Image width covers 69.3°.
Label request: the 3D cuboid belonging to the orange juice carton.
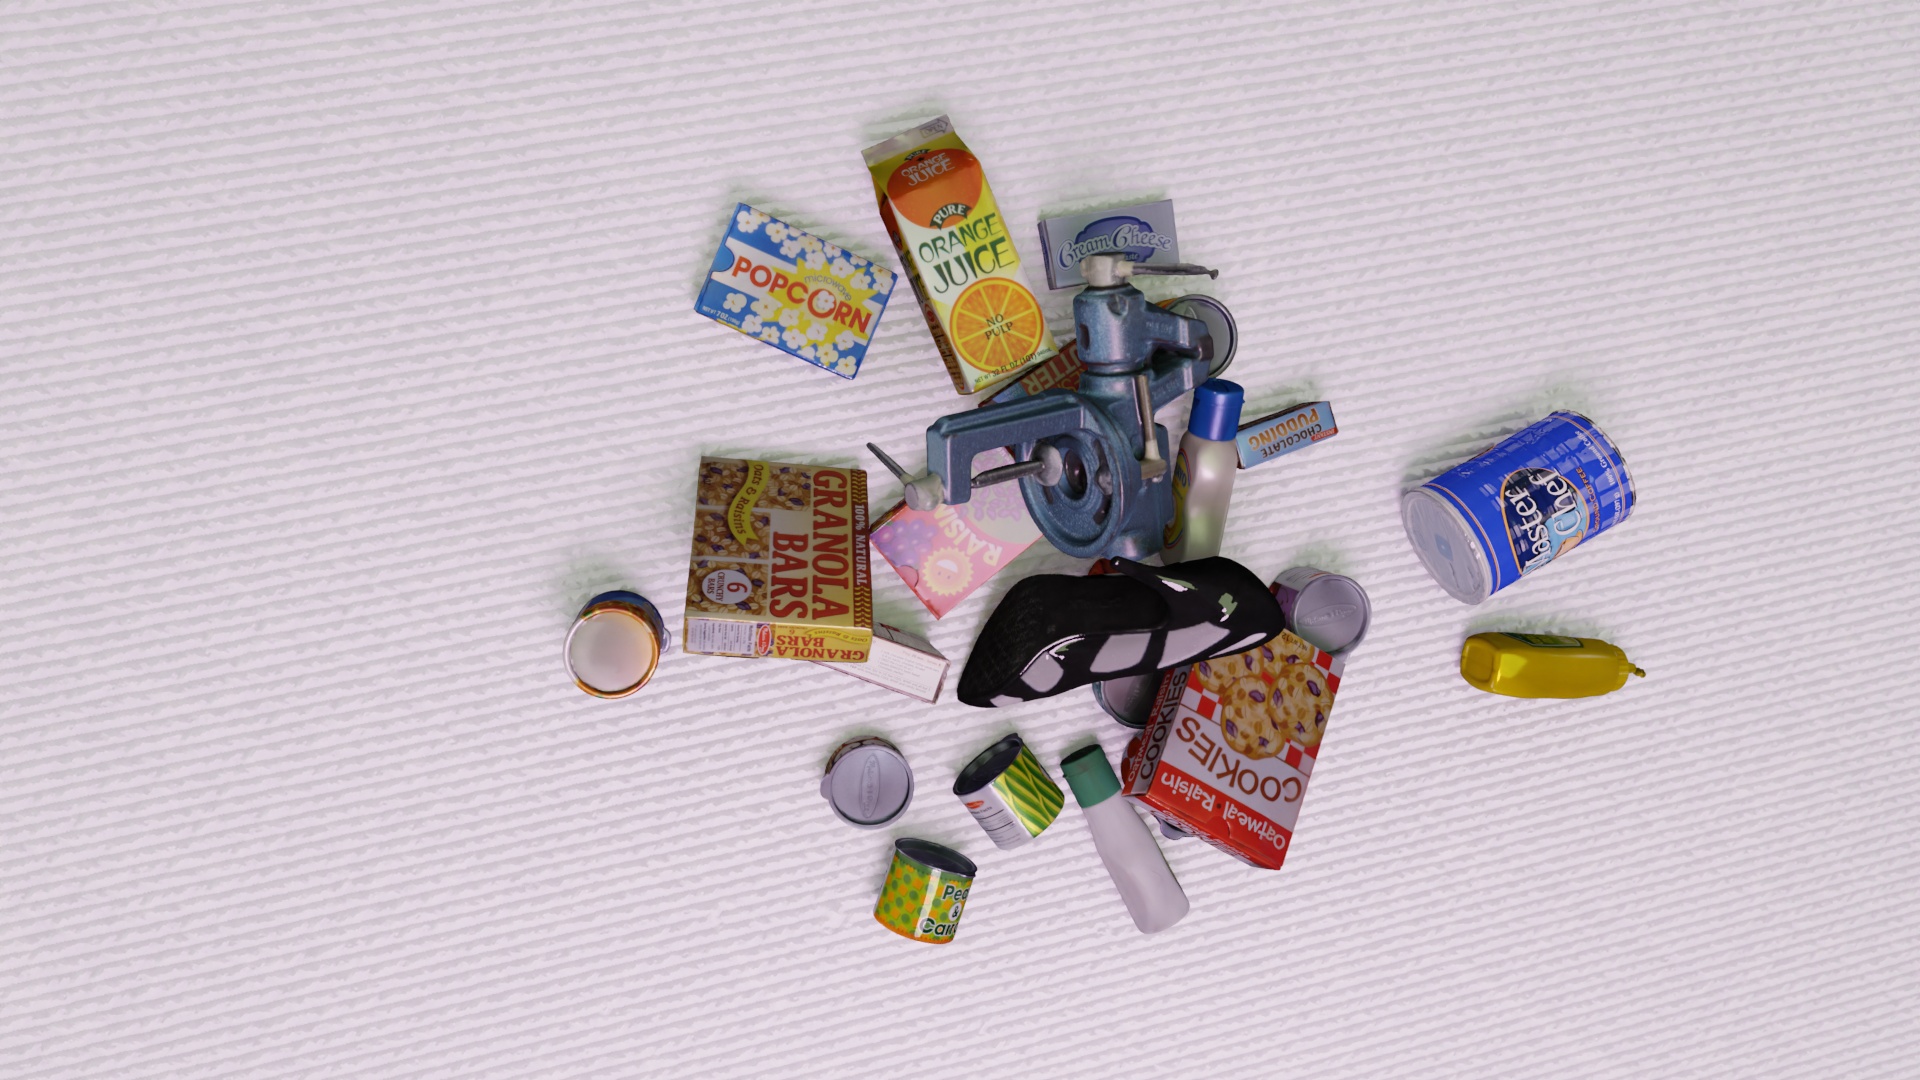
[{"bbox_3d":[-0.003,-0.208,1.014,0.072,0.073,0.192,-25,98,-6],"label":"orange juice carton"}]

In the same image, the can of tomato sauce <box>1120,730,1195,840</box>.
[{"bbox_3d":[0.166,0.186,1.073,0.071,0.083,0.071,-1,96,-10],"label":"can of tomato sauce"}]

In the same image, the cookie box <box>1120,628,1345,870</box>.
[{"bbox_3d":[0.203,0.138,1.019,0.123,0.040,0.168,30,68,-15],"label":"cookie box"}]

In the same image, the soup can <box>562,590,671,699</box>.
[{"bbox_3d":[-0.243,0.074,0.991,0.071,0.084,0.071,-1,95,-10],"label":"soup can"}]

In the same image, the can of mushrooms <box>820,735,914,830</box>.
[{"bbox_3d":[-0.072,0.183,1.056,0.071,0.033,0.071,-1,96,-10],"label":"can of mushrooms"}]

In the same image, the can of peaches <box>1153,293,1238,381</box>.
[{"bbox_3d":[0.167,-0.152,1.056,0.071,0.058,0.071,-1,96,-9],"label":"can of peaches"}]

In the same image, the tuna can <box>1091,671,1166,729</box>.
[{"bbox_3d":[0.135,0.111,1.086,0.071,0.033,0.071,-1,95,-10],"label":"tuna can"}]

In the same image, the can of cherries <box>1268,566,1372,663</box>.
[{"bbox_3d":[0.280,0.059,1.094,0.071,0.058,0.071,-1,95,-11],"label":"can of cherries"}]

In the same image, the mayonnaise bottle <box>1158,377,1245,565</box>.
[{"bbox_3d":[0.182,-0.047,1.045,0.041,0.065,0.147,2,115,-9],"label":"mayonnaise bottle"}]

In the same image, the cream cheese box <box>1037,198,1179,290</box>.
[{"bbox_3d":[0.114,-0.225,1.057,0.104,0.024,0.053,-11,96,-9],"label":"cream cheese box"}]

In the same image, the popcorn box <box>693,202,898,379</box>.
[{"bbox_3d":[-0.119,-0.180,1.014,0.127,0.038,0.085,23,92,-11],"label":"popcorn box"}]

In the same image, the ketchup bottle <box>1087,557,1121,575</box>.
[{"bbox_3d":[0.171,0.057,1.076,0.149,0.065,0.043,13,137,-15],"label":"ketchup bottle"}]

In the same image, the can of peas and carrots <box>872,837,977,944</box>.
[{"bbox_3d":[-0.025,0.266,1.053,0.071,0.071,0.058,18,93,-11],"label":"can of peas and carrots"}]

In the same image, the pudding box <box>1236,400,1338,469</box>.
[{"bbox_3d":[0.244,-0.082,1.080,0.084,0.049,0.030,-20,97,-8],"label":"pudding box"}]

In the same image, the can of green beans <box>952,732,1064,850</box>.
[{"bbox_3d":[0.037,0.193,1.060,0.071,0.071,0.057,-38,101,-4],"label":"can of green beans"}]

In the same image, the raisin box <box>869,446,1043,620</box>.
[{"bbox_3d":[0.004,-0.013,1.037,0.123,0.040,0.086,-39,102,8],"label":"raisin box"}]

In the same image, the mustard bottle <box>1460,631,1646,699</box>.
[{"bbox_3d":[0.491,0.102,1.135,0.160,0.065,0.048,3,100,-16],"label":"mustard bottle"}]

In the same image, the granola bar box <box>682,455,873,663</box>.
[{"bbox_3d":[-0.126,0.012,0.971,0.124,0.166,0.038,4,132,-9],"label":"granola bar box"}]

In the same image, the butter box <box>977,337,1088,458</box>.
[{"bbox_3d":[0.070,-0.110,1.060,0.103,0.024,0.053,-35,101,-4],"label":"butter box"}]

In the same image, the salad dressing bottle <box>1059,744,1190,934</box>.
[{"bbox_3d":[0.126,0.232,1.084,0.044,0.064,0.147,-28,92,-14],"label":"salad dressing bottle"}]
